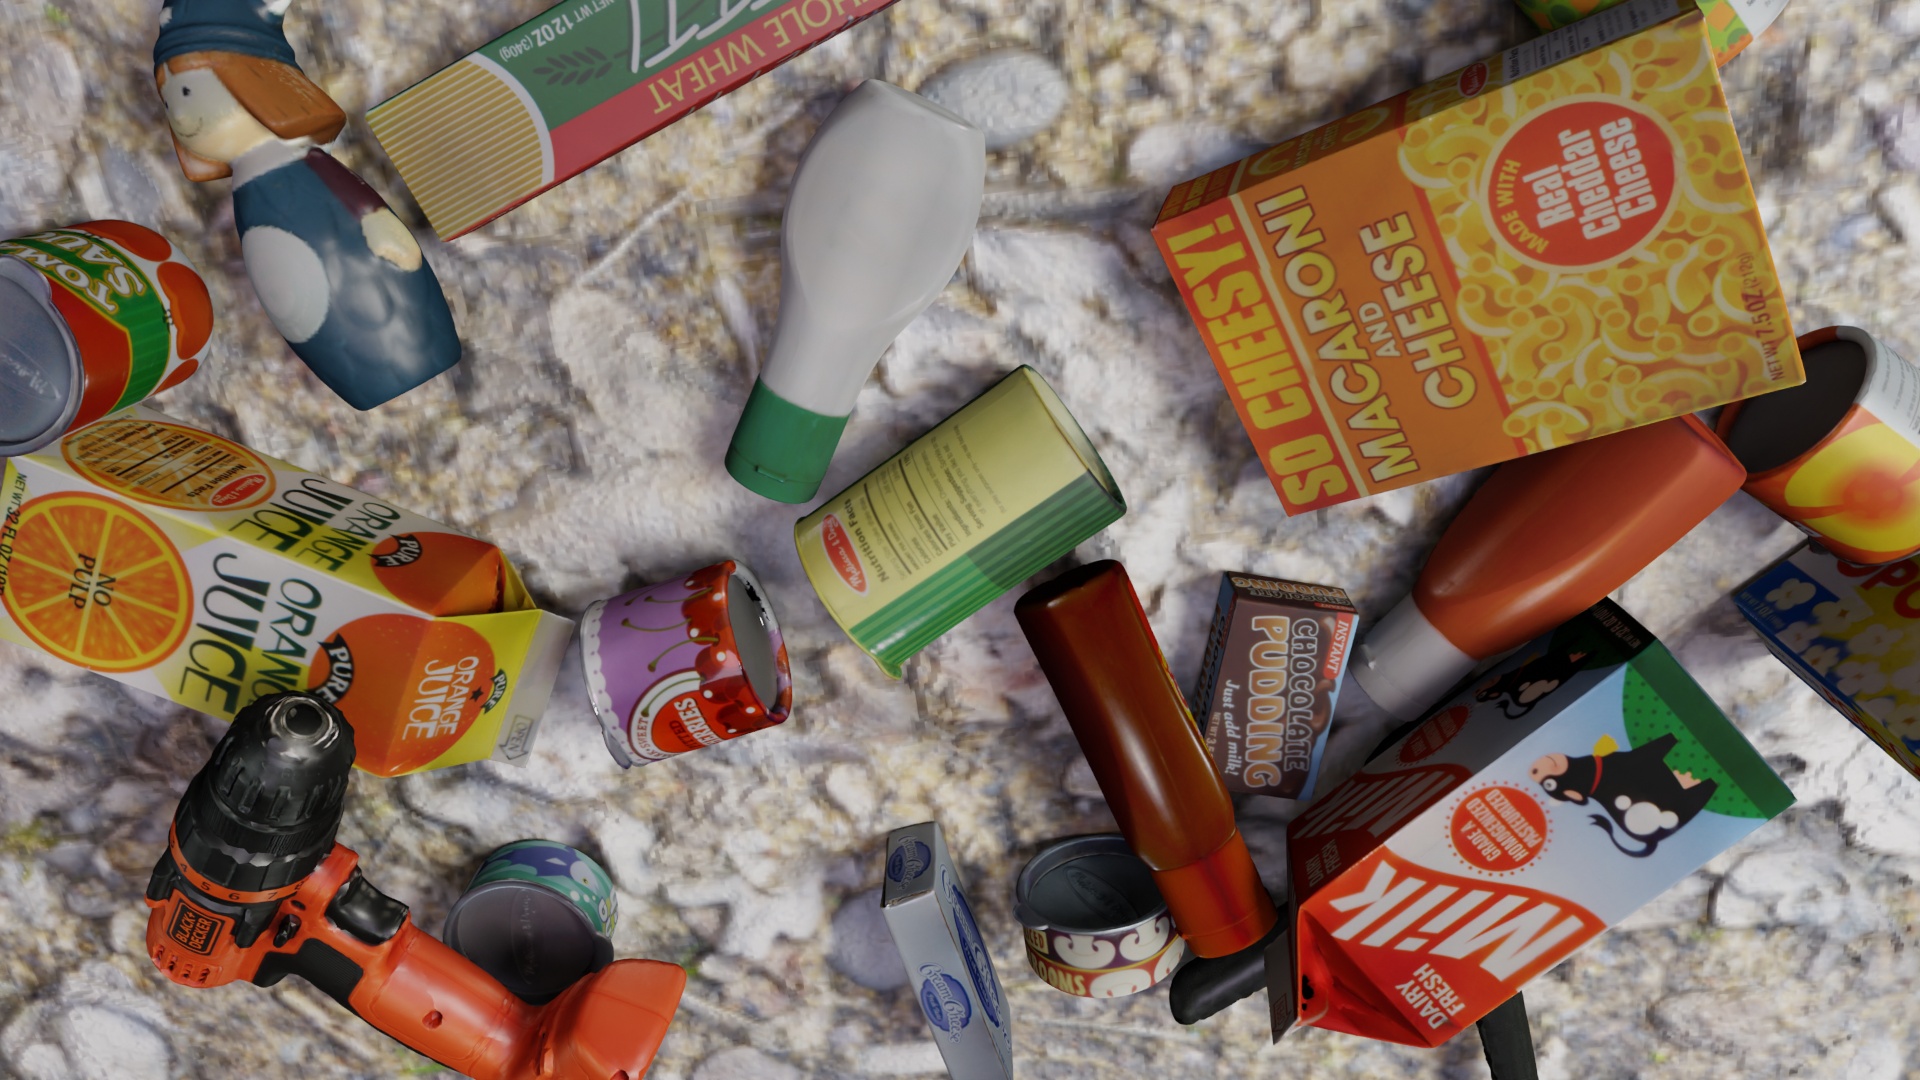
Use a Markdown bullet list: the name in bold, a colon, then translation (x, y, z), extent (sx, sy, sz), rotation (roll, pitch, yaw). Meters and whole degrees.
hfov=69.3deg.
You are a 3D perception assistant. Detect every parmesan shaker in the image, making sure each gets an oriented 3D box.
- **parmesan shaker**: translation (0.002, -0.006, 0.502), extent (0.103, 0.071, 0.071), rotation (-34, 106, 12)

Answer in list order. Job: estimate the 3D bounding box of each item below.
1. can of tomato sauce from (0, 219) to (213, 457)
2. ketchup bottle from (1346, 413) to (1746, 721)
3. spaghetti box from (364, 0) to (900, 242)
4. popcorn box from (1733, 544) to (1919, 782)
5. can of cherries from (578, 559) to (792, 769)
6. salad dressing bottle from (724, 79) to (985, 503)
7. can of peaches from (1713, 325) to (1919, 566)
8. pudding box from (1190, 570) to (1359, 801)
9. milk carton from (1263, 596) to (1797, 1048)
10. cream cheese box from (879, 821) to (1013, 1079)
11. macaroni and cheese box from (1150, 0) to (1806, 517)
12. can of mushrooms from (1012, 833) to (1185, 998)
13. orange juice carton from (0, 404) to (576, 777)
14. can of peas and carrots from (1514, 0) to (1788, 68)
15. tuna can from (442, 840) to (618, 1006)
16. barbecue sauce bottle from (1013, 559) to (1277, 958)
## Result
- **can of tomato sauce**: translation (-0.310, -0.074, 0.477), extent (0.071, 0.083, 0.071), rotation (0, 110, 1)
- **ketchup bottle**: translation (0.205, 0.006, 0.508), extent (0.043, 0.065, 0.148), rotation (26, 119, -29)
- **spaghetti box**: translation (-0.079, -0.178, 0.463), extent (0.250, 0.029, 0.050), rotation (-25, 109, 10)
- **popcorn box**: translation (0.342, 0.033, 0.478), extent (0.085, 0.127, 0.038), rotation (-39, 109, 15)
- **can of cherries**: translation (-0.102, 0.048, 0.524), extent (0.058, 0.072, 0.071), rotation (-17, 109, 7)
- **salad dressing bottle**: translation (-0.041, -0.084, 0.489), extent (0.064, 0.044, 0.147), rotation (23, 110, -9)
- **can of peaches**: translation (0.310, -0.032, 0.488), extent (0.058, 0.071, 0.071), rotation (32, 108, -10)
- **pudding box**: translation (0.120, 0.057, 0.544), extent (0.050, 0.030, 0.083), rotation (9, 111, -2)
- **milk carton**: translation (0.185, 0.111, 0.504), extent (0.190, 0.072, 0.073), rotation (-41, 92, 15)
- **cream cheese box**: translation (-0.005, 0.174, 0.578), extent (0.024, 0.053, 0.103), rotation (-18, 109, 6)
- **macaroni and cheese box**: translation (0.165, -0.085, 0.452), extent (0.166, 0.040, 0.123), rotation (-16, 117, 30)
- **can of mushrooms**: translation (0.055, 0.151, 0.559), extent (0.071, 0.071, 0.033), rotation (-7, 112, 4)
- **orange juice carton**: translation (-0.244, 0.024, 0.517), extent (0.193, 0.073, 0.071), rotation (23, 109, -7)
- **can of peas and carrots**: translation (0.213, -0.177, 0.438), extent (0.071, 0.071, 0.058), rotation (-41, 105, 15)
- **tuna can**: translation (-0.178, 0.163, 0.588), extent (0.071, 0.033, 0.070), rotation (0, 110, 1)
- **barbecue sauce bottle**: translation (0.070, 0.081, 0.518), extent (0.044, 0.065, 0.148), rotation (-26, 93, -5)
